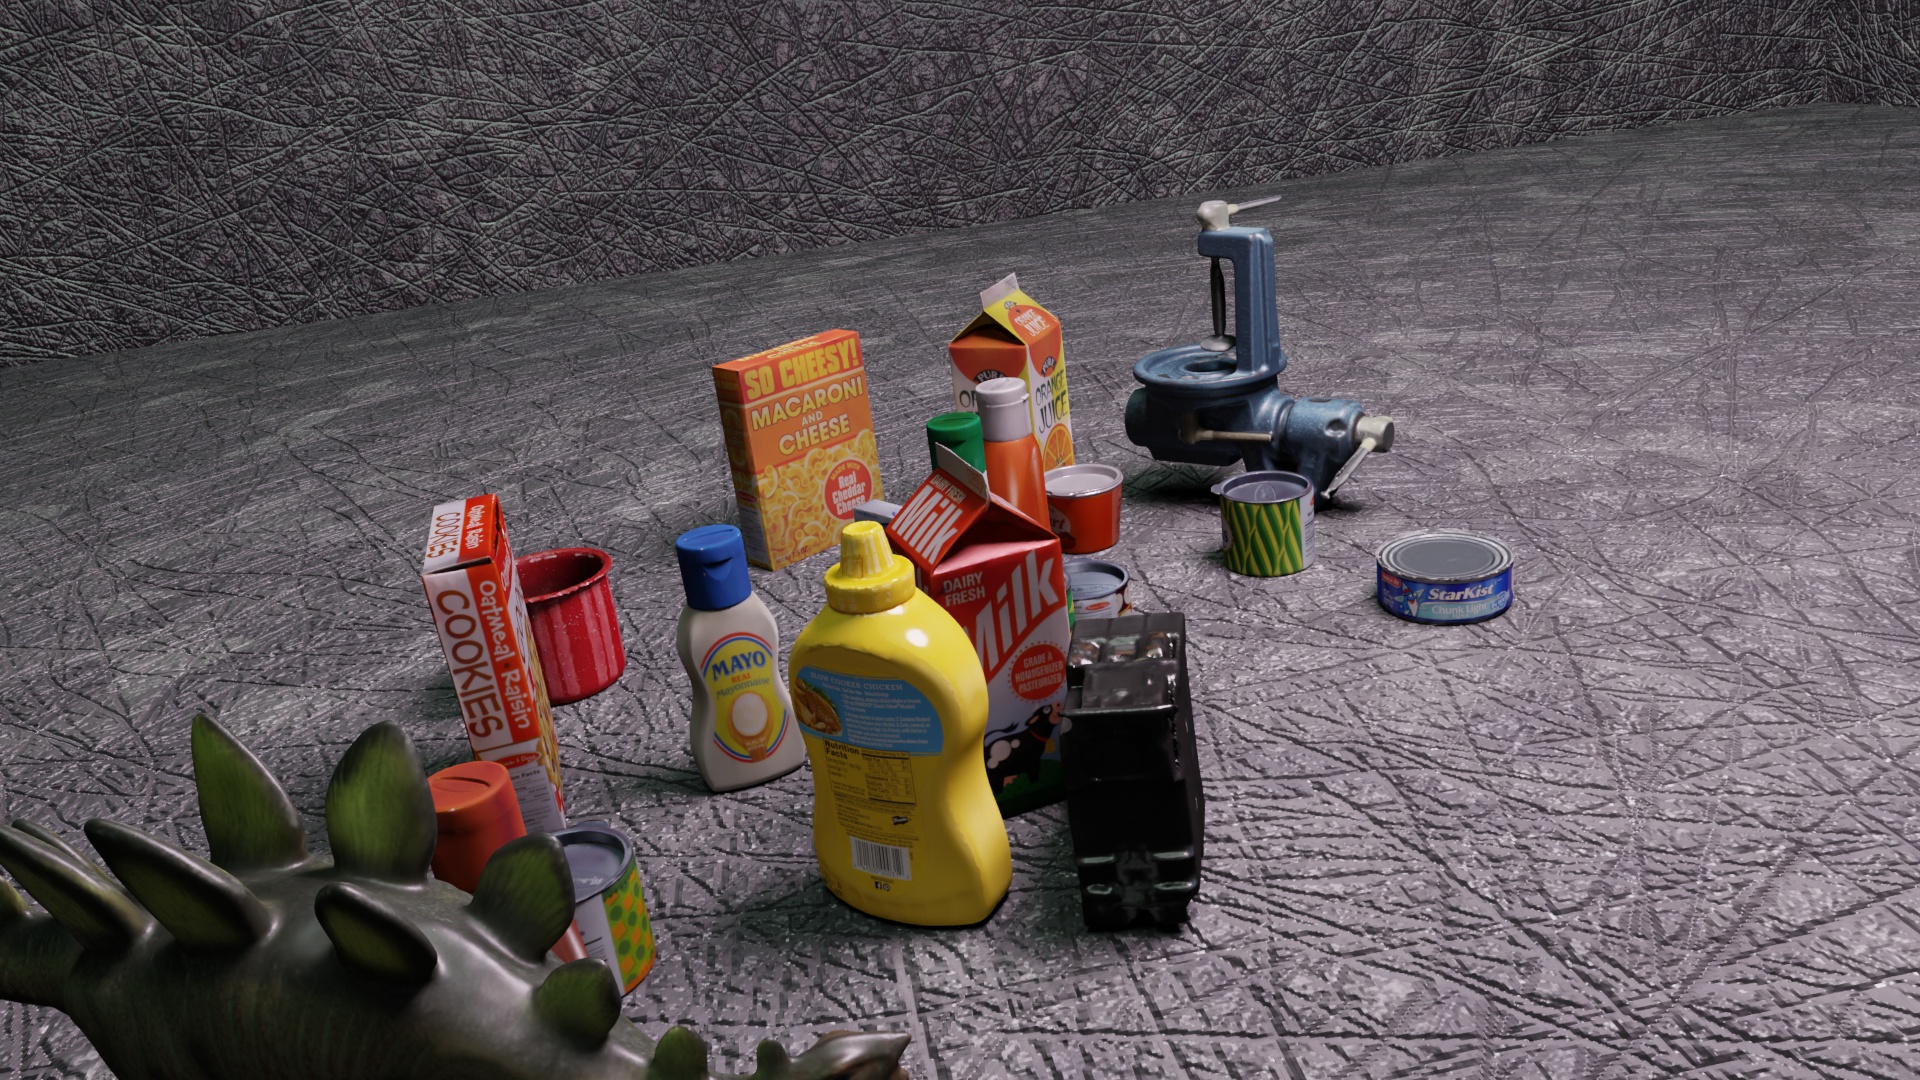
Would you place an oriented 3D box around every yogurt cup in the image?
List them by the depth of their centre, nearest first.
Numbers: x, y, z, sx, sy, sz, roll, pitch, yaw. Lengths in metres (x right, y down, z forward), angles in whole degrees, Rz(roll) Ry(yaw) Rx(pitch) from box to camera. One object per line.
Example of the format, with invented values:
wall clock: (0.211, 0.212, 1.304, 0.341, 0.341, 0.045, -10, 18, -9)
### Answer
yogurt cup: (0.093, -0.024, 1.073, 0.072, 0.053, 0.072, -7, 21, 3)

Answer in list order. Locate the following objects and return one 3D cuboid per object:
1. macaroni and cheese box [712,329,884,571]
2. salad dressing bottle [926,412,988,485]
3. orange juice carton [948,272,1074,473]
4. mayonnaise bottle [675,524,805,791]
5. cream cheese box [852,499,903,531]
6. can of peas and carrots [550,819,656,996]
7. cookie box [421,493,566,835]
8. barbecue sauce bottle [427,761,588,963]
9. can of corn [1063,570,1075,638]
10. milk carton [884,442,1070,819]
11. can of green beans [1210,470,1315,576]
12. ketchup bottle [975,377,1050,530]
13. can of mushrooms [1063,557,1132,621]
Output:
macaroni and cheese box: (-0.128, -0.075, 1.123, 0.124, 0.165, 0.040, -25, 27, -39)
salad dressing bottle: (0.003, -0.012, 0.941, 0.064, 0.147, 0.044, -5, 21, 8)
orange juice carton: (0.042, -0.117, 1.138, 0.073, 0.192, 0.072, 3, 23, 27)
mayonnaise bottle: (-0.129, 0.066, 0.784, 0.065, 0.147, 0.041, -15, 22, -19)
cream cheese box: (-0.037, 0.005, 1.043, 0.024, 0.053, 0.104, -25, 27, -38)
can of peas and carrots: (-0.178, 0.174, 0.644, 0.071, 0.058, 0.071, -7, 21, 3)
cookie box: (-0.263, 0.070, 0.791, 0.040, 0.166, 0.123, -13, 21, -14)
barbecue sauce bottle: (-0.181, 0.161, 0.554, 0.065, 0.148, 0.044, 2, 22, 23)
can of corn: (0.041, 0.053, 0.885, 0.071, 0.058, 0.071, -7, 21, 3)
milk carton: (0.011, 0.046, 0.728, 0.073, 0.189, 0.072, -15, 22, -18)
can of green beans: (0.220, -0.013, 0.995, 0.071, 0.057, 0.071, -7, 21, 3)
ketchup bottle: (0.038, -0.042, 1.006, 0.043, 0.148, 0.065, 2, 22, 23)
can of mushrooms: (0.083, 0.039, 0.941, 0.071, 0.033, 0.071, -7, 21, 3)
